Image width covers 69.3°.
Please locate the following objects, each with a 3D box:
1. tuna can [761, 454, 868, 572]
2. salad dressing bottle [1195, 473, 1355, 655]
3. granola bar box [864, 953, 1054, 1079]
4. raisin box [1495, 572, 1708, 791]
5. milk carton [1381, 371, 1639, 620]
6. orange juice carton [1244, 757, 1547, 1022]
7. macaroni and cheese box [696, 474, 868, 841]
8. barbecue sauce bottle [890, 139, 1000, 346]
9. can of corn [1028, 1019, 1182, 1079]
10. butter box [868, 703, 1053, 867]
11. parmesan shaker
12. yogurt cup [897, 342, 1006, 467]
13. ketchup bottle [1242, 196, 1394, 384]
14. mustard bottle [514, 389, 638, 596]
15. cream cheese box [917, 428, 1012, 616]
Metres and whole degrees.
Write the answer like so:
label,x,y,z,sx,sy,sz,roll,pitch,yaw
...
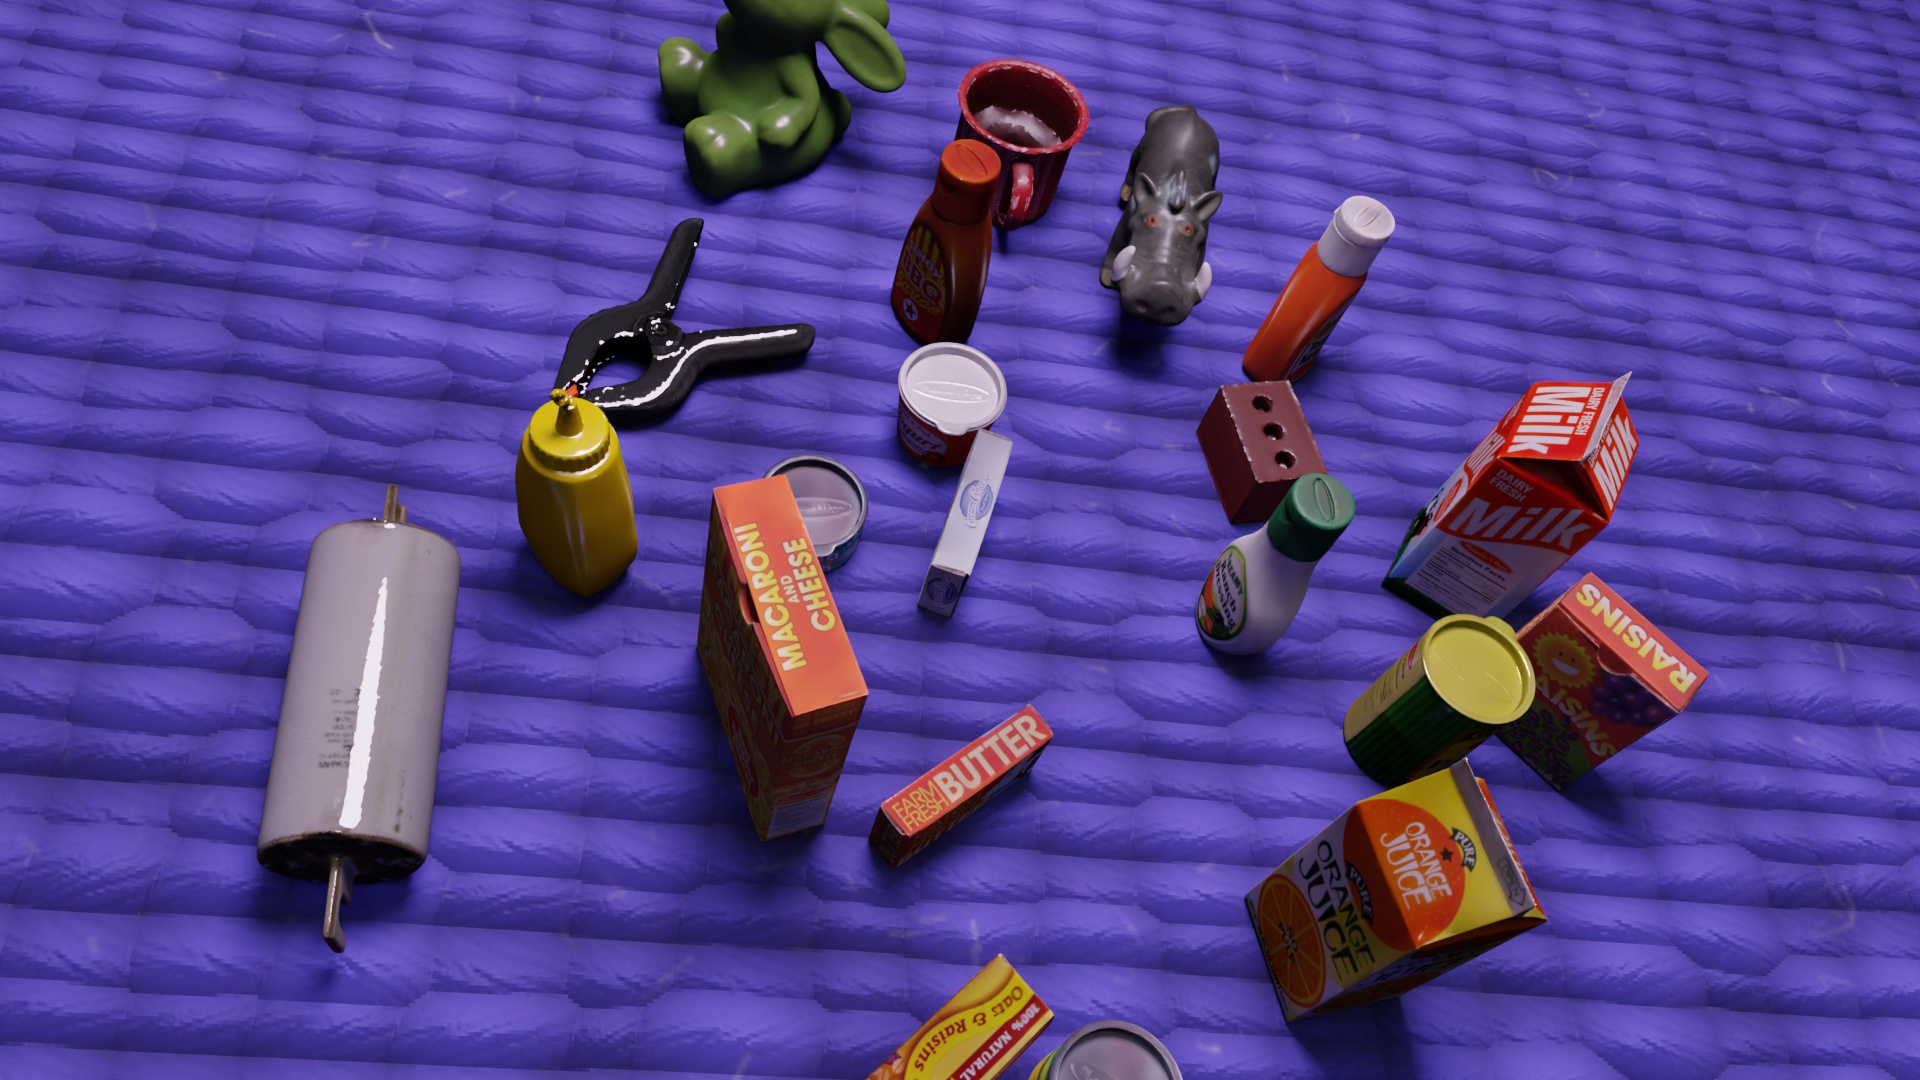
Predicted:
label,x,y,z,sx,sy,sz,roll,pitch,yaw
tuna can,-0.089,-0.013,0.826,0.071,0.032,0.071,6,58,-10
salad dressing bottle,0.181,0.015,0.803,0.044,0.147,0.064,1,59,-12
granola bar box,-0.040,0.265,0.611,0.166,0.123,0.039,-36,73,-29
raisin box,0.360,0.085,0.816,0.040,0.122,0.086,-35,72,-28
milk carton,0.339,-0.024,0.839,0.073,0.189,0.073,33,58,8
orange juice carton,0.217,0.175,0.686,0.073,0.191,0.072,-6,61,-17
macaroni and cheese box,-0.095,0.064,0.697,0.040,0.165,0.124,-14,63,-20
barbecue sauce bottle,-0.007,-0.188,0.885,0.044,0.147,0.065,-28,69,-26
can of corn,0.066,0.274,0.669,0.071,0.058,0.071,6,58,-10
butter box,0.000,0.132,0.745,0.104,0.052,0.024,-31,70,-27
parmesan shaker,0.275,0.094,0.803,0.071,0.102,0.071,6,58,-10
yogurt cup,-0.009,-0.083,0.875,0.072,0.053,0.073,6,58,-10
ketchup bottle,0.239,-0.165,0.928,0.043,0.148,0.065,41,59,13
mustard bottle,-0.203,-0.031,0.734,0.065,0.159,0.049,42,59,13
cream cheese box,0.003,-0.010,0.833,0.024,0.053,0.104,19,57,-1
